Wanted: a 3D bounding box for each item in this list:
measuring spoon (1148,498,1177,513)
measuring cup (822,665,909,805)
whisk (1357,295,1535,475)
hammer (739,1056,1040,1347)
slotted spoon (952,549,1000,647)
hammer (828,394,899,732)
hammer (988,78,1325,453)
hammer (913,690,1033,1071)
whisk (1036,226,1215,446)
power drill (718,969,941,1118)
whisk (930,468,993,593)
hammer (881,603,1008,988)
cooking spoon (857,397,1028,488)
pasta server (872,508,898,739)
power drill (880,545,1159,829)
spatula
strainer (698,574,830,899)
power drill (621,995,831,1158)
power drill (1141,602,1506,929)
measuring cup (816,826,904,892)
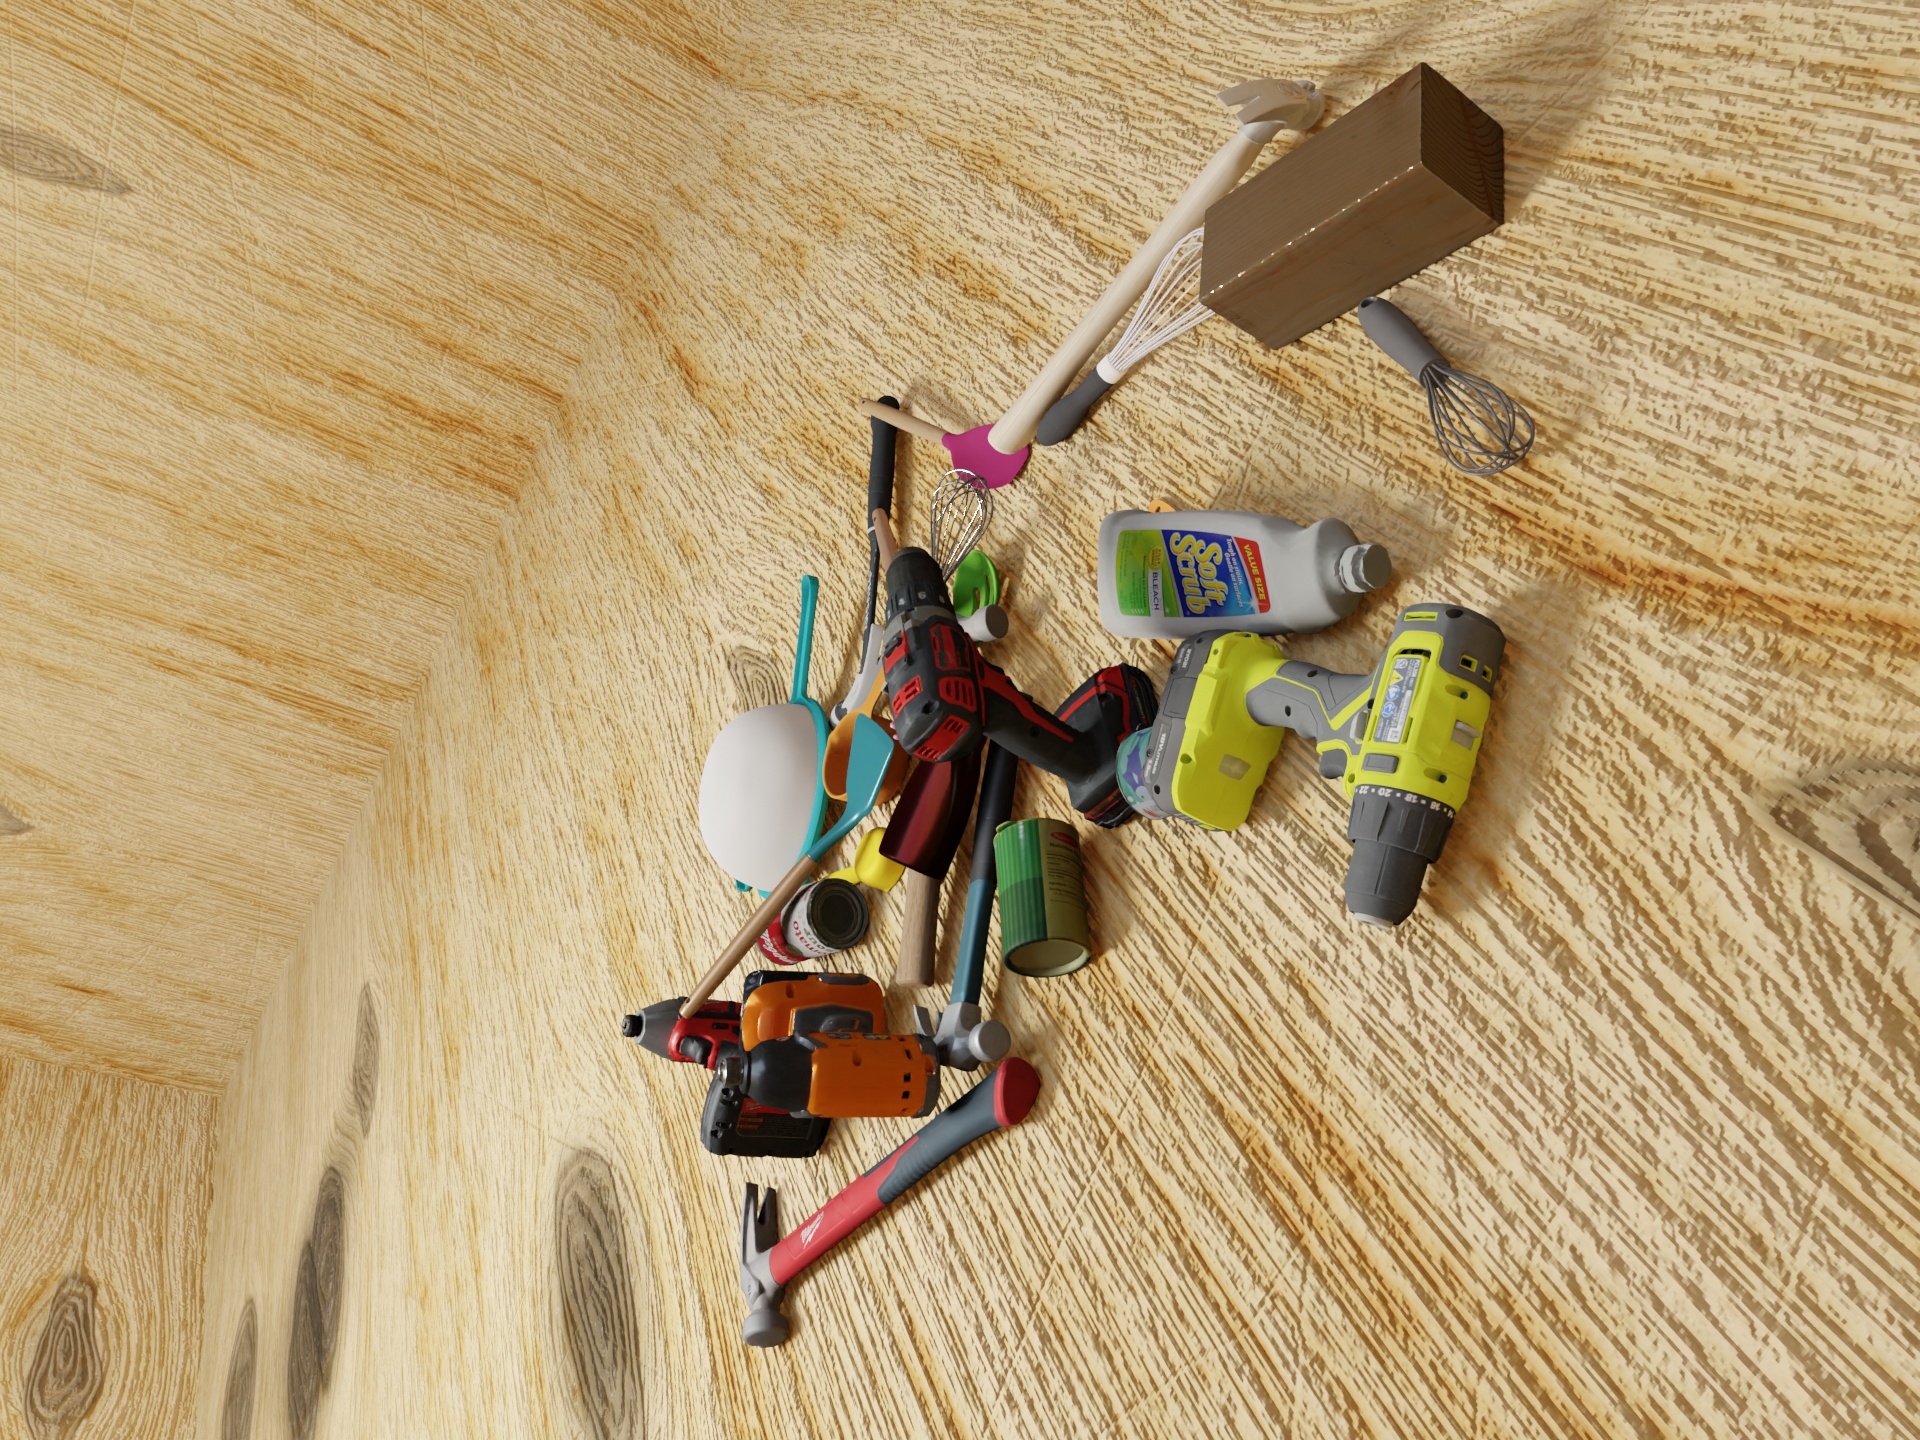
[{"bbox_3d":[0.175,-0.151,1.255,0.021,0.011,0.117,-70,25,19],"label":"measuring spoon"},{"bbox_3d":[-0.069,0.000,1.500,0.095,0.052,0.173,36,102,58],"label":"measuring cup"},{"bbox_3d":[0.311,-0.228,1.053,0.055,0.055,0.239,-52,29,25],"label":"whisk"},{"bbox_3d":[-0.068,0.363,1.283,0.386,0.038,0.143,-46,35,33],"label":"hammer"},{"bbox_3d":[-0.002,-0.005,1.426,0.070,0.031,0.314,-16,60,54],"label":"slotted spoon"},{"bbox_3d":[-0.087,-0.185,1.645,0.149,0.036,0.409,121,157,-51],"label":"hammer"},{"bbox_3d":[0.141,-0.373,1.358,0.038,0.146,0.410,50,130,8],"label":"hammer"},{"bbox_3d":[0.021,0.120,1.288,0.128,0.033,0.331,-36,40,57],"label":"hammer"},{"bbox_3d":[0.150,-0.323,1.365,0.284,0.070,0.070,-41,40,46],"label":"whisk"},{"bbox_3d":[-0.119,0.259,1.268,0.226,0.164,0.084,-166,81,-75],"label":"power drill"},{"bbox_3d":[-0.020,-0.128,1.453,0.058,0.059,0.246,-41,-21,-43],"label":"whisk"},{"bbox_3d":[-0.026,0.065,1.376,0.130,0.031,0.331,-14,64,44],"label":"hammer"},{"bbox_3d":[-0.026,-0.292,1.621,0.069,0.017,0.319,-56,39,0],"label":"cooking spoon"},{"bbox_3d":[-0.054,-0.095,1.429,0.060,0.040,0.317,-53,35,31],"label":"pasta server"},{"bbox_3d":[0.039,-0.028,1.175,0.080,0.226,0.188,-46,37,33],"label":"power drill"},{"bbox_3d":[-0.159,0.138,1.436,0.317,0.044,0.082,-51,35,0],"label":"spatula"},{"bbox_3d":[-0.205,0.010,1.620,0.211,0.095,0.340,-14,68,63],"label":"strainer"},{"bbox_3d":[-0.214,0.313,1.445,0.220,0.143,0.078,25,101,58],"label":"power drill"},{"bbox_3d":[0.222,0.024,1.002,0.229,0.080,0.190,5,76,56],"label":"power drill"},{"bbox_3d":[-0.105,0.140,1.491,0.156,0.029,0.062,-26,50,47],"label":"measuring cup"}]
